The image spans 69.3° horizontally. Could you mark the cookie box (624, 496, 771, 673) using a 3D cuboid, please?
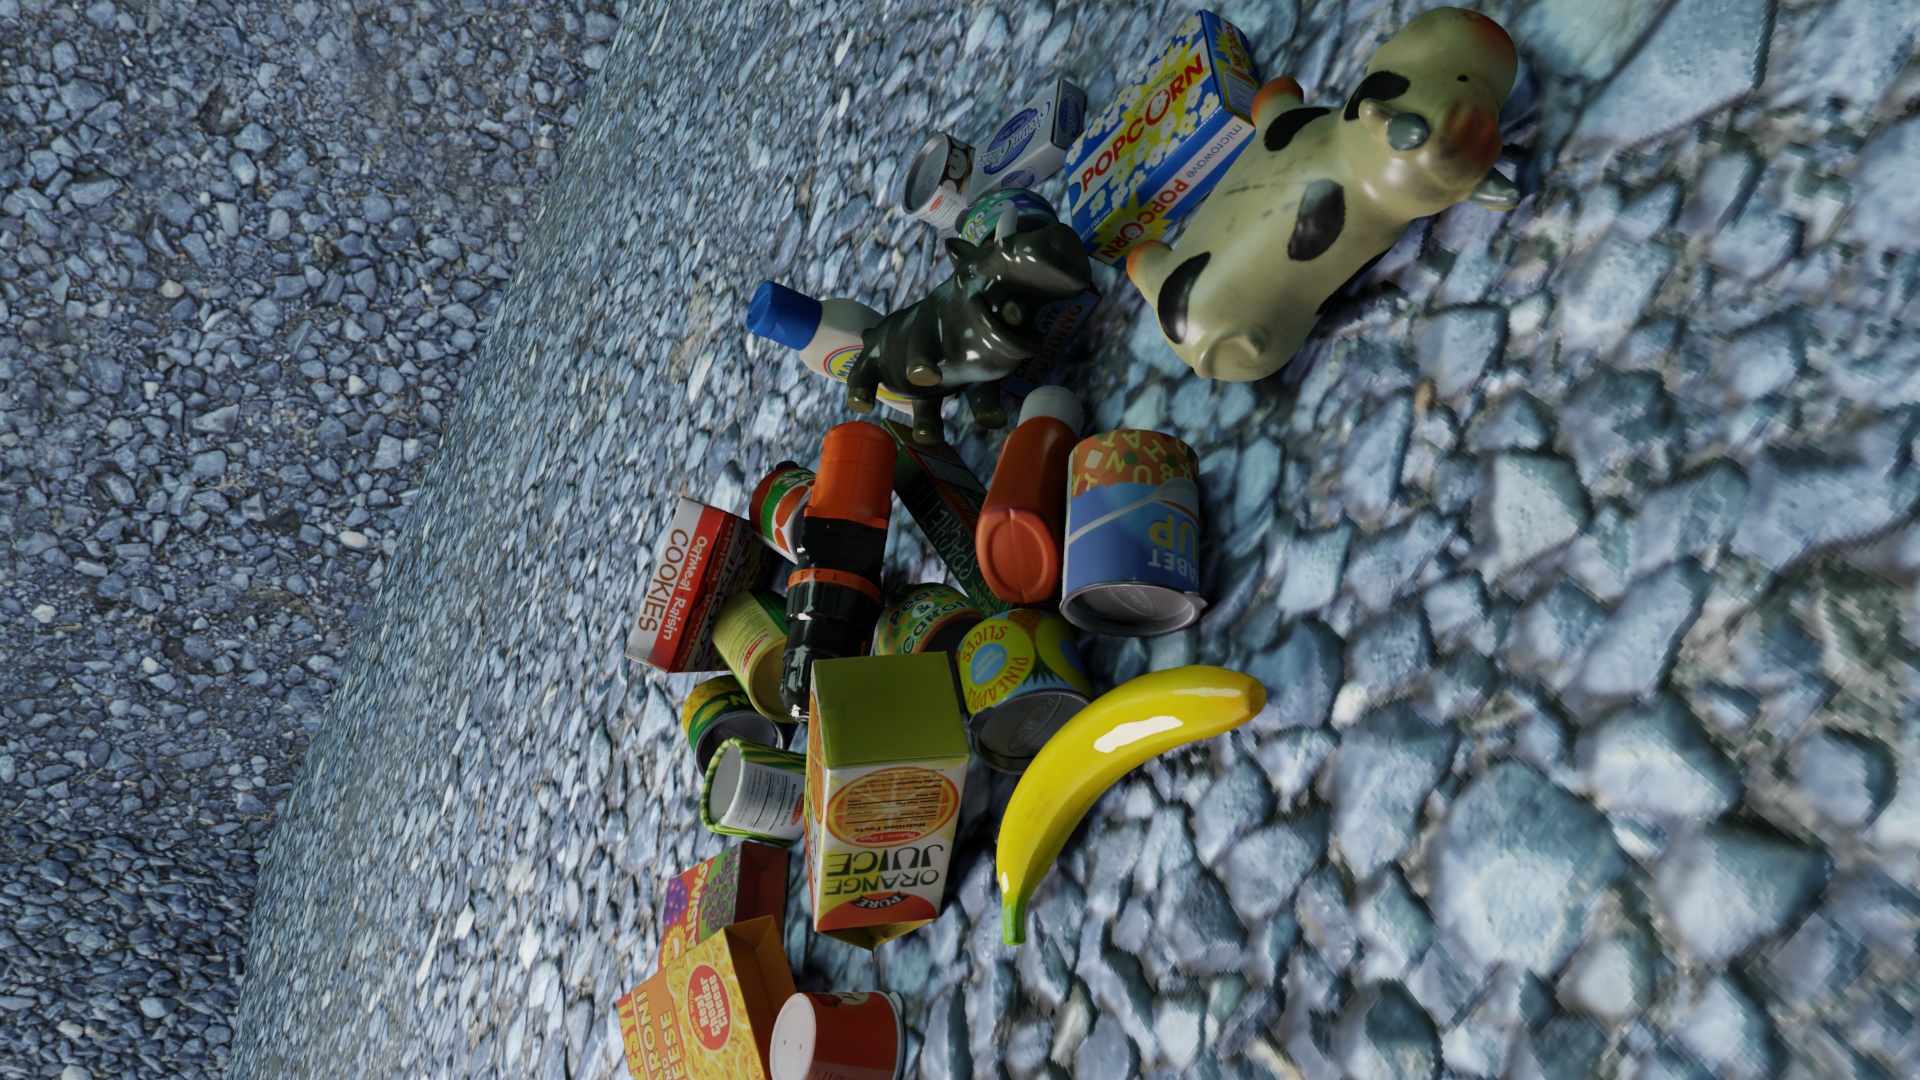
[{"bbox_3d":[-0.193,0.038,1.066,0.167,0.040,0.123,44,-116,-83],"label":"cookie box"}]

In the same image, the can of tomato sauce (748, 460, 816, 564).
[{"bbox_3d":[-0.110,-0.017,1.017,0.083,0.071,0.071,24,94,60],"label":"can of tomato sauce"}]

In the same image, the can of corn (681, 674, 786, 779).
[{"bbox_3d":[-0.165,0.137,1.018,0.071,0.071,0.058,-64,29,12],"label":"can of corn"}]

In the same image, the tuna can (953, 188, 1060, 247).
[{"bbox_3d":[0.032,-0.186,0.875,0.070,0.071,0.033,-54,34,27],"label":"tuna can"}]

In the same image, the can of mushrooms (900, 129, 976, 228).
[{"bbox_3d":[-0.014,-0.272,1.045,0.070,0.033,0.071,-38,42,45],"label":"can of mushrooms"}]

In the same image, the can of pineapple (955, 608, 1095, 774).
[{"bbox_3d":[0.033,0.076,0.713,0.070,0.071,0.058,-52,34,30],"label":"can of pineapple"}]

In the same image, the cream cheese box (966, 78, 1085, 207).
[{"bbox_3d":[0.044,-0.268,0.954,0.103,0.024,0.053,-21,55,54],"label":"cream cheese box"}]

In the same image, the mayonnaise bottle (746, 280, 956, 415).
[{"bbox_3d":[-0.070,-0.130,0.934,0.064,0.148,0.041,-38,42,44],"label":"mayonnaise bottle"}]

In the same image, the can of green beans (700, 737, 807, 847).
[{"bbox_3d":[-0.139,0.174,0.958,0.071,0.058,0.071,-37,42,45],"label":"can of green beans"}]

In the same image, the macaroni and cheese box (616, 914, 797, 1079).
[{"bbox_3d":[-0.154,0.322,0.870,0.165,0.040,0.124,-41,61,41],"label":"macaroni and cheese box"}]

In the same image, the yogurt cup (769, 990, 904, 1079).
[{"bbox_3d":[-0.071,0.284,0.777,0.072,0.054,0.073,-37,43,46],"label":"yogurt cup"}]

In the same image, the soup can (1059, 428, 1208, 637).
[{"bbox_3d":[0.086,-0.003,0.677,0.071,0.071,0.084,-30,48,50],"label":"soup can"}]

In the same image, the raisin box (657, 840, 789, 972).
[{"bbox_3d":[-0.168,0.268,0.968,0.123,0.040,0.086,-36,45,47],"label":"raisin box"}]

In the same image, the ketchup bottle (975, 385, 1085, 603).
[{"bbox_3d":[0.042,-0.033,0.748,0.149,0.043,0.064,-72,-23,-54],"label":"ketchup bottle"}]

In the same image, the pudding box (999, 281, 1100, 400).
[{"bbox_3d":[0.047,-0.135,0.860,0.083,0.030,0.050,-55,31,25],"label":"pudding box"}]

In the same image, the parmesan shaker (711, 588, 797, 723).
[{"bbox_3d":[-0.132,0.078,0.999,0.071,0.071,0.103,-67,28,7],"label":"parmesan shaker"}]

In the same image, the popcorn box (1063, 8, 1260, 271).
[{"bbox_3d":[0.114,-0.227,0.794,0.126,0.038,0.085,-40,42,42],"label":"popcorn box"}]

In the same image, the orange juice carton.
[{"bbox_3d":[-0.046,0.151,0.758,0.072,0.073,0.191,-104,17,-45],"label":"orange juice carton"}]

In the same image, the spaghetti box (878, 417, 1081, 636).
[{"bbox_3d":[0.003,-0.011,0.838,0.028,0.050,0.251,-63,30,17],"label":"spaghetti box"}]

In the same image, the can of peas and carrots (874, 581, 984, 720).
[{"bbox_3d":[-0.009,0.061,0.793,0.059,0.071,0.071,29,98,60],"label":"can of peas and carrots"}]
